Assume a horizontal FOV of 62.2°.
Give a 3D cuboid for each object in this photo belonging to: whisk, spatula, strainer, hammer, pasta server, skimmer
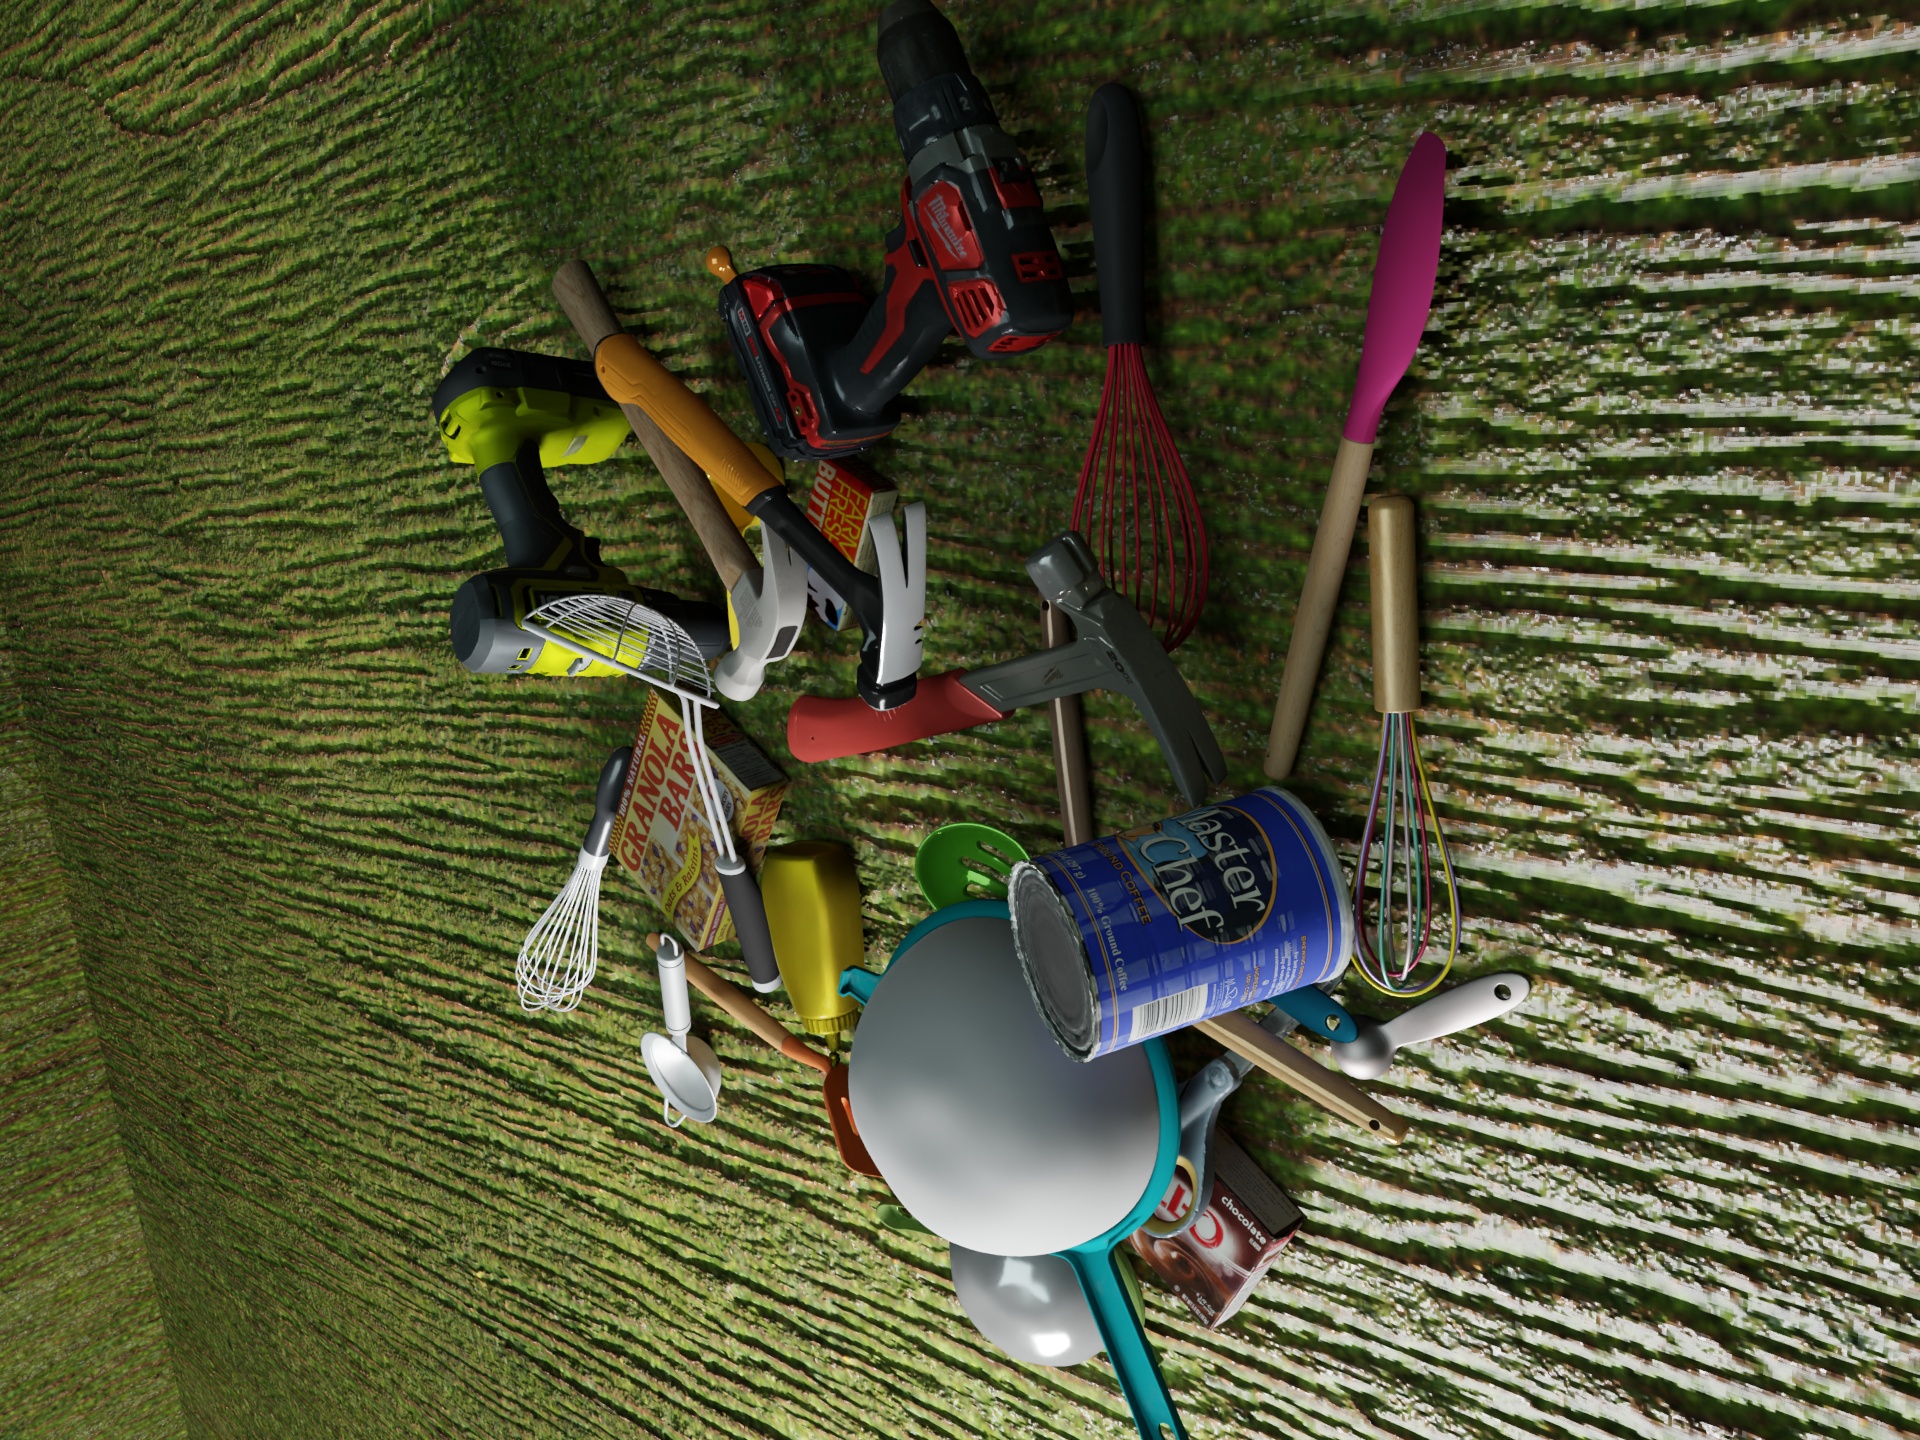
[{"bbox_3d":[0.086,-0.171,0.809,0.073,0.073,0.296,2,98,45],"label":"whisk"},{"bbox_3d":[-0.146,0.237,1.178,0.323,0.081,0.041,26,93,42],"label":"spatula"},{"bbox_3d":[0.006,0.352,1.033,0.256,0.069,0.151,-9,110,52],"label":"strainer"},{"bbox_3d":[0.206,0.016,0.760,0.047,0.051,0.245,7,105,50],"label":"whisk"},{"bbox_3d":[0.034,0.271,0.875,0.211,0.095,0.340,-28,82,38],"label":"strainer"},{"bbox_3d":[-0.309,0.135,1.302,0.070,0.070,0.284,42,124,27],"label":"whisk"},{"bbox_3d":[-0.001,-0.003,0.919,0.149,0.037,0.359,57,149,-11],"label":"hammer"},{"bbox_3d":[0.066,0.077,0.922,0.060,0.040,0.316,0,102,36],"label":"pasta server"},{"bbox_3d":[-0.211,0.233,1.207,0.087,0.050,0.258,35,145,22],"label":"strainer"},{"bbox_3d":[-0.192,-0.181,1.059,0.331,0.031,0.130,59,136,19],"label":"hammer"},{"bbox_3d":[-0.188,0.067,1.056,0.127,0.090,0.363,20,136,34],"label":"skimmer"},{"bbox_3d":[-0.127,-0.148,0.930,0.337,0.034,0.127,44,145,35],"label":"hammer"}]

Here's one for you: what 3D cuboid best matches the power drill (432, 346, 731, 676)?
[{"bbox_3d":[-0.264,-0.135,1.098,0.080,0.190,0.229,-38,61,45],"label":"power drill"}]

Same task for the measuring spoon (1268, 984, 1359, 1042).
[{"bbox_3d":[0.156,0.134,0.844,0.129,0.021,0.042,31,100,43],"label":"measuring spoon"}]

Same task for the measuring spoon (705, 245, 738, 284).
[{"bbox_3d":[-0.136,-0.260,1.030,0.021,0.011,0.117,-43,72,44],"label":"measuring spoon"}]

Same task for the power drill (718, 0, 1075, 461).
[{"bbox_3d":[-0.044,-0.259,0.876,0.226,0.080,0.188,-23,86,51],"label":"power drill"}]

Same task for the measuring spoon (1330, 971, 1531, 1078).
[{"bbox_3d":[0.231,0.152,0.794,0.124,0.018,0.034,-38,76,44],"label":"measuring spoon"}]

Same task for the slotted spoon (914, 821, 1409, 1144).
[{"bbox_3d":[0.102,0.142,0.872,0.314,0.031,0.070,29,114,30],"label":"slotted spoon"}]

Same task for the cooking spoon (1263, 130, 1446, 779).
[{"bbox_3d":[0.180,-0.108,0.744,0.069,0.017,0.318,-94,9,-60],"label":"cooking spoon"}]

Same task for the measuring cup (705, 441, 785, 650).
[{"bbox_3d":[-0.141,-0.112,1.075,0.062,0.029,0.156,21,119,39],"label":"measuring cup"}]
